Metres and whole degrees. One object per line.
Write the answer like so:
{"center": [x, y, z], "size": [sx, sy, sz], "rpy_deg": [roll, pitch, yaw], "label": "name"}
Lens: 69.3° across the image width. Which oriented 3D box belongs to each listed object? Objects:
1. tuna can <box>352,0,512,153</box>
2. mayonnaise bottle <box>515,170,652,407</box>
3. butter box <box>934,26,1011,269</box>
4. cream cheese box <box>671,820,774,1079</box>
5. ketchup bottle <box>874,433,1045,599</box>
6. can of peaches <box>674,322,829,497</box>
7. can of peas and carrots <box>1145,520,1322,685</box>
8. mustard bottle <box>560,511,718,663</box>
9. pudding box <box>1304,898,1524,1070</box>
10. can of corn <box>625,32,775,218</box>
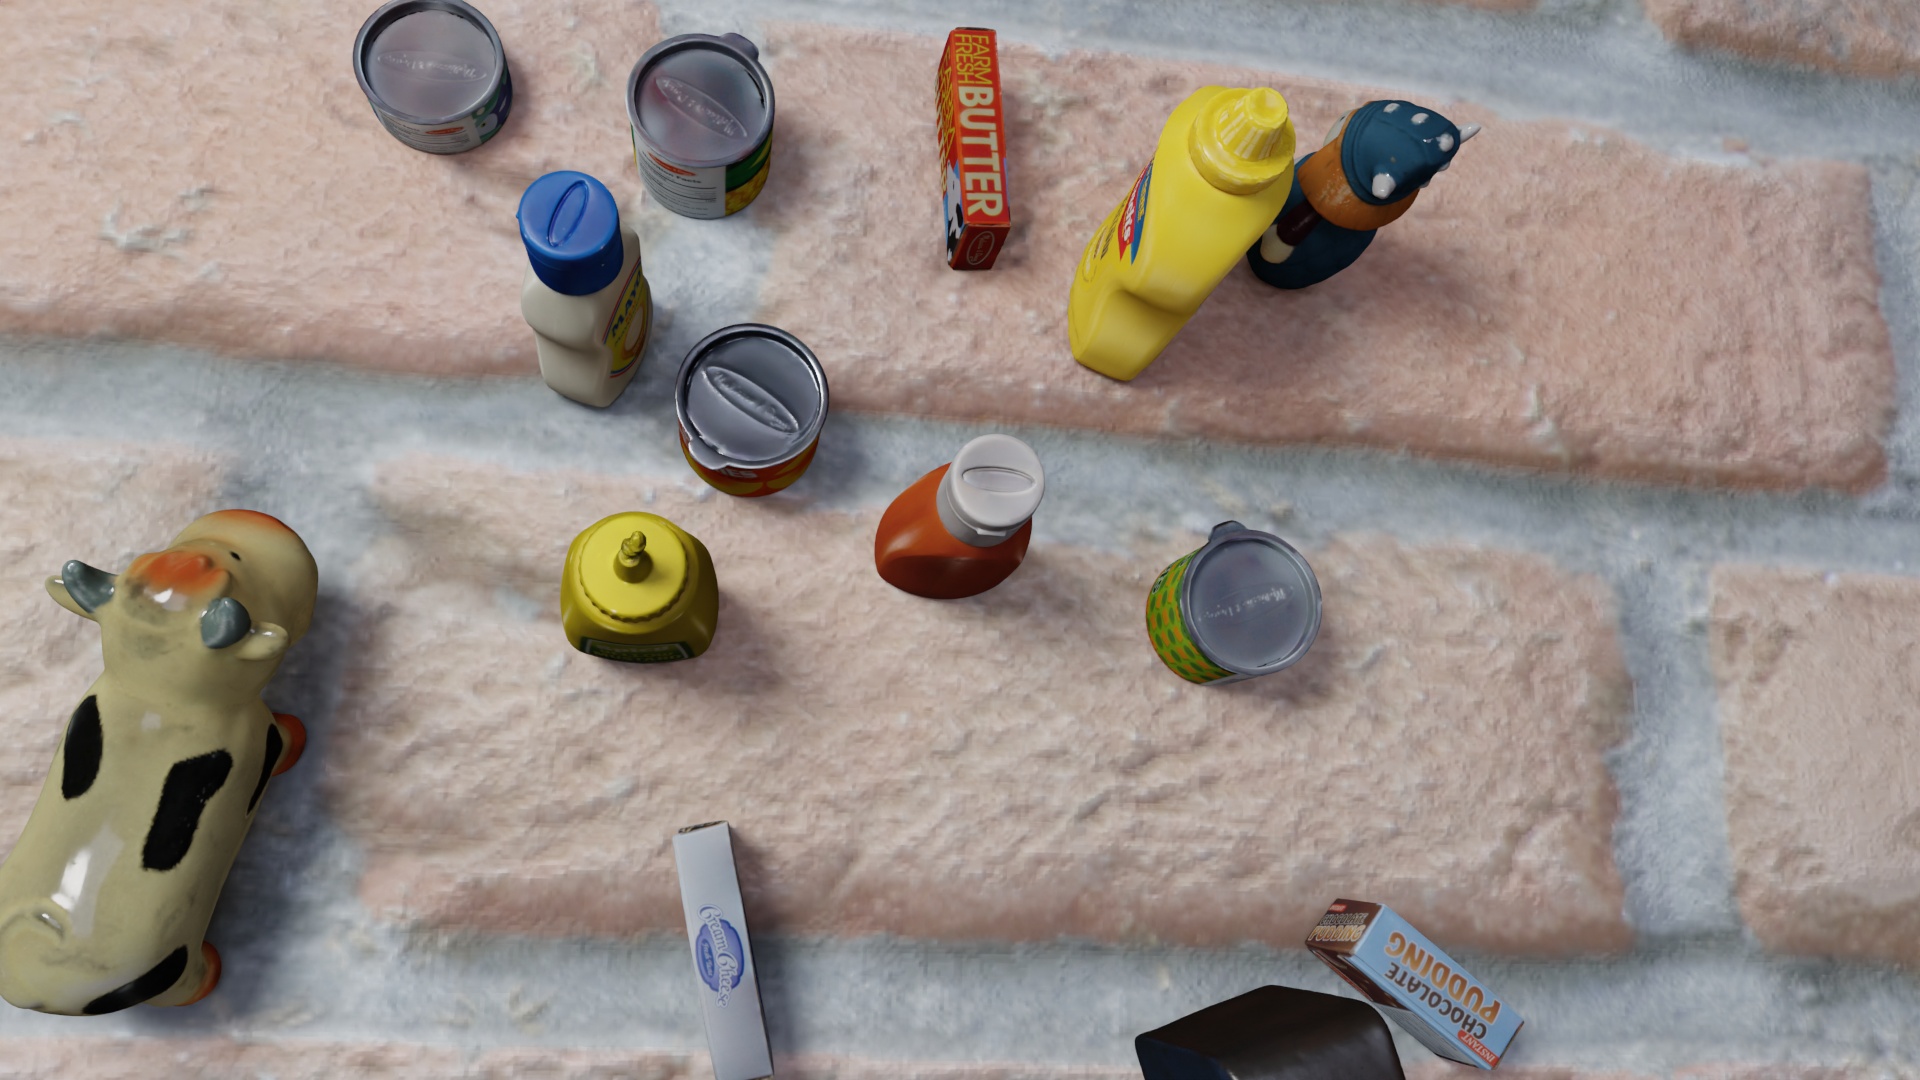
{"center": [-0.244, -0.219, 0.648], "size": [0.071, 0.032, 0.071], "rpy_deg": [2, 78, -10], "label": "tuna can"}
{"center": [-0.156, -0.105, 0.579], "size": [0.041, 0.147, 0.065], "rpy_deg": [21, 76, -5], "label": "mayonnaise bottle"}
{"center": [0.005, -0.190, 0.675], "size": [0.024, 0.053, 0.103], "rpy_deg": [-2, 79, -10], "label": "butter box"}
{"center": [-0.099, 0.170, 0.580], "size": [0.024, 0.053, 0.104], "rpy_deg": [-11, 80, -12], "label": "cream cheese box"}
{"center": [0.002, -0.007, 0.586], "size": [0.065, 0.148, 0.043], "rpy_deg": [5, 78, -9], "label": "ketchup bottle"}
{"center": [-0.096, -0.055, 0.626], "size": [0.071, 0.058, 0.071], "rpy_deg": [2, 78, -10], "label": "can of peaches"}
{"center": [0.124, 0.031, 0.646], "size": [0.071, 0.058, 0.071], "rpy_deg": [2, 78, -10], "label": "can of peas and carrots"}
{"center": [-0.129, 0.019, 0.551], "size": [0.065, 0.160, 0.049], "rpy_deg": [3, 78, -9], "label": "mustard bottle"}
{"center": [0.204, 0.200, 0.629], "size": [0.084, 0.049, 0.030], "rpy_deg": [39, 75, 0], "label": "pudding box"}
{"center": [-0.120, -0.194, 0.651], "size": [0.071, 0.058, 0.071], "rpy_deg": [2, 78, -10], "label": "can of corn"}
